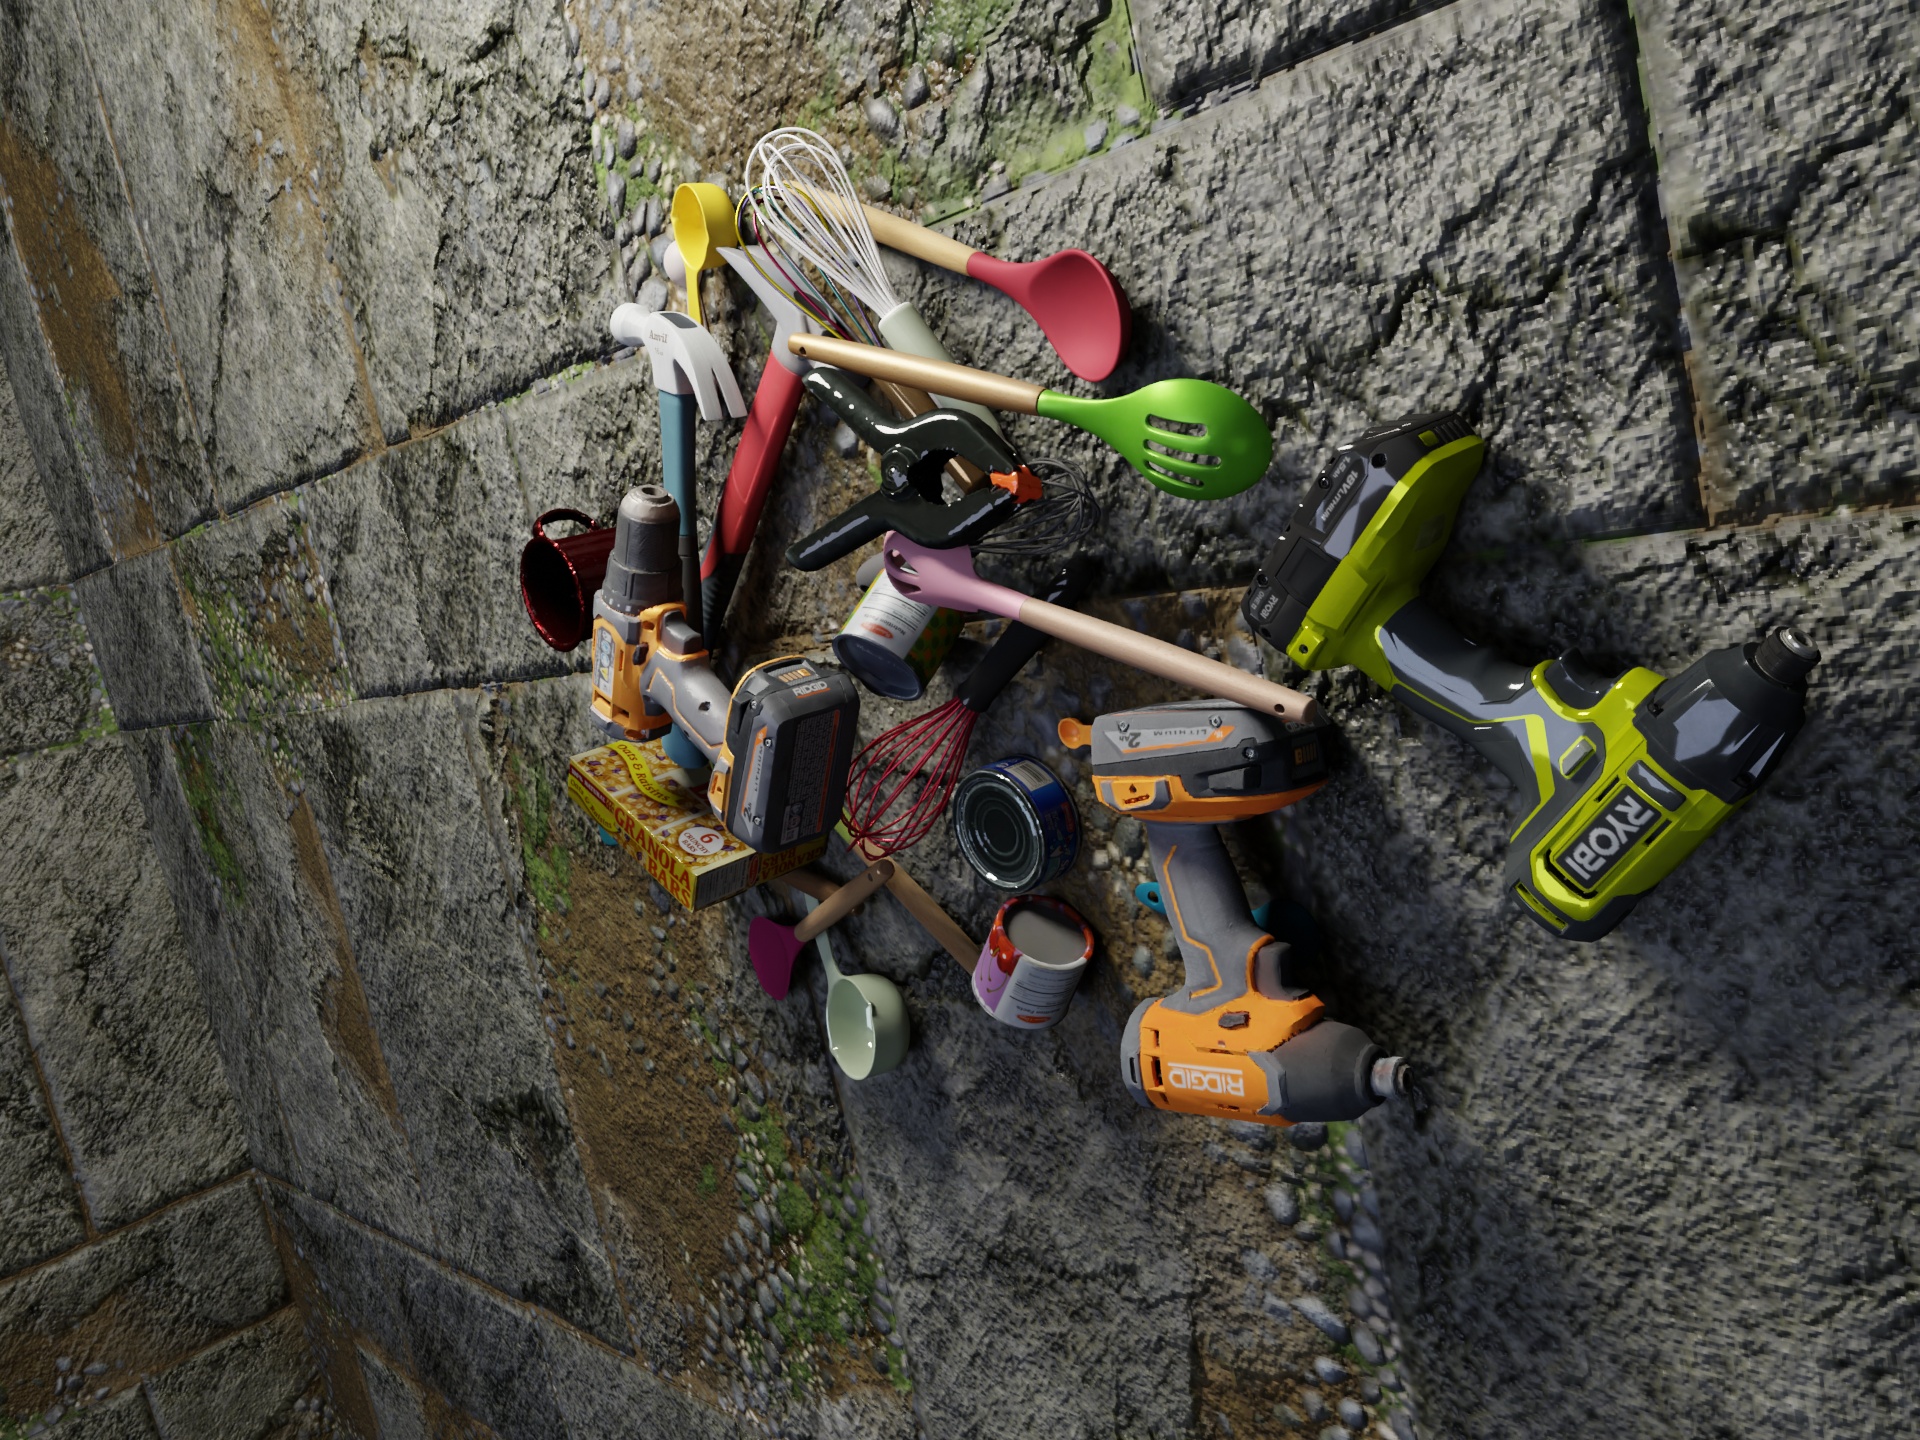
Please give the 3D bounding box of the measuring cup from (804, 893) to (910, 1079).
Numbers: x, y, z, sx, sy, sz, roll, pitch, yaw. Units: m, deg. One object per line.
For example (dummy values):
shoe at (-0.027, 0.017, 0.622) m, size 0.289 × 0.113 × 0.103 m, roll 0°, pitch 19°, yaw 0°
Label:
measuring cup at (-0.081, 0.188, 1.201) m, size 0.083 × 0.038 × 0.168 m, roll -54°, pitch 49°, yaw 47°

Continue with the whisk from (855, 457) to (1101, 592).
whisk at (0.001, -0.111, 0.974) m, size 0.239 × 0.055 × 0.055 m, roll -15°, pitch 94°, yaw 53°

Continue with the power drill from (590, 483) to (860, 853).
power drill at (-0.167, -0.038, 1.062) m, size 0.226 × 0.084 × 0.185 m, roll 34°, pitch 126°, yaw 35°

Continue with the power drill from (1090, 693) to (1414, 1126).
power drill at (0.154, 0.103, 0.844) m, size 0.164 × 0.084 × 0.226 m, roll -3°, pitch 96°, yaw 43°

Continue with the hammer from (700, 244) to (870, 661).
hammer at (-0.173, -0.150, 1.155) m, size 0.143 × 0.038 × 0.386 m, roll 50°, pitch 136°, yaw 23°

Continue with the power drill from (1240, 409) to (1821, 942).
power drill at (0.250, -0.030, 0.713) m, size 0.223 × 0.080 × 0.171 m, roll 45°, pitch 135°, yaw 20°

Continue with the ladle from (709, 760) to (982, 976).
ladle at (-0.063, 0.101, 1.124) m, size 0.320 × 0.062 × 0.078 m, roll 44°, pitch 109°, yaw 23°

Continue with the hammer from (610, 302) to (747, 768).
hammer at (-0.201, -0.123, 1.143) m, size 0.128 × 0.033 × 0.330 m, roll 26°, pitch 122°, yaw 43°

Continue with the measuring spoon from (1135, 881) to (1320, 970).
measuring spoon at (0.148, 0.116, 0.920) m, size 0.129 × 0.021 × 0.042 m, roll 12°, pitch 114°, yaw 43°

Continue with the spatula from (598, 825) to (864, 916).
spatula at (-0.189, 0.102, 1.266) m, size 0.318 × 0.044 × 0.082 m, roll 20°, pitch 119°, yaw 43°

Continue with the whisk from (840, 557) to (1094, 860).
whisk at (-0.002, -0.003, 1.012) m, size 0.073 × 0.073 × 0.295 m, roll 55°, pitch 132°, yaw 17°

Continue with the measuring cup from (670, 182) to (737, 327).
measuring cup at (-0.173, -0.295, 1.107) m, size 0.062 × 0.029 × 0.156 m, roll 41°, pitch 140°, yaw 45°

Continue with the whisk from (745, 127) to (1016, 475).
whisk at (-0.044, -0.247, 0.946) m, size 0.059 × 0.058 × 0.246 m, roll -36°, pitch 90°, yaw 12°

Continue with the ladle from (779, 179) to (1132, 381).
ladle at (-0.009, -0.273, 0.934) m, size 0.316 × 0.031 × 0.069 m, roll 34°, pitch 135°, yaw 37°

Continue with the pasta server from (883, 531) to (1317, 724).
pasta server at (0.062, -0.056, 0.869) m, size 0.316 × 0.040 × 0.060 m, roll 24°, pitch 134°, yaw 40°

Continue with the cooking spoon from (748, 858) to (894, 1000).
cooking spoon at (-0.109, 0.152, 1.182) m, size 0.319 × 0.017 × 0.069 m, roll -43°, pitch 67°, yaw 60°

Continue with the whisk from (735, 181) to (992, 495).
whisk at (-0.057, -0.238, 0.980) m, size 0.245 × 0.047 × 0.051 m, roll 52°, pitch 156°, yaw 7°

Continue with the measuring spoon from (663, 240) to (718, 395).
measuring spoon at (-0.193, -0.281, 1.139) m, size 0.034 × 0.018 × 0.124 m, roll 7°, pitch 111°, yaw 46°

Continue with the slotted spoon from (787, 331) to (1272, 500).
slotted spoon at (0.025, -0.180, 0.887) m, size 0.314 × 0.031 × 0.070 m, roll 21°, pitch 134°, yaw 30°

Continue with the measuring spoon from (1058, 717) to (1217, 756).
measuring spoon at (0.105, 0.009, 0.938) m, size 0.117 × 0.011 × 0.021 m, roll 5°, pitch 113°, yaw 43°
